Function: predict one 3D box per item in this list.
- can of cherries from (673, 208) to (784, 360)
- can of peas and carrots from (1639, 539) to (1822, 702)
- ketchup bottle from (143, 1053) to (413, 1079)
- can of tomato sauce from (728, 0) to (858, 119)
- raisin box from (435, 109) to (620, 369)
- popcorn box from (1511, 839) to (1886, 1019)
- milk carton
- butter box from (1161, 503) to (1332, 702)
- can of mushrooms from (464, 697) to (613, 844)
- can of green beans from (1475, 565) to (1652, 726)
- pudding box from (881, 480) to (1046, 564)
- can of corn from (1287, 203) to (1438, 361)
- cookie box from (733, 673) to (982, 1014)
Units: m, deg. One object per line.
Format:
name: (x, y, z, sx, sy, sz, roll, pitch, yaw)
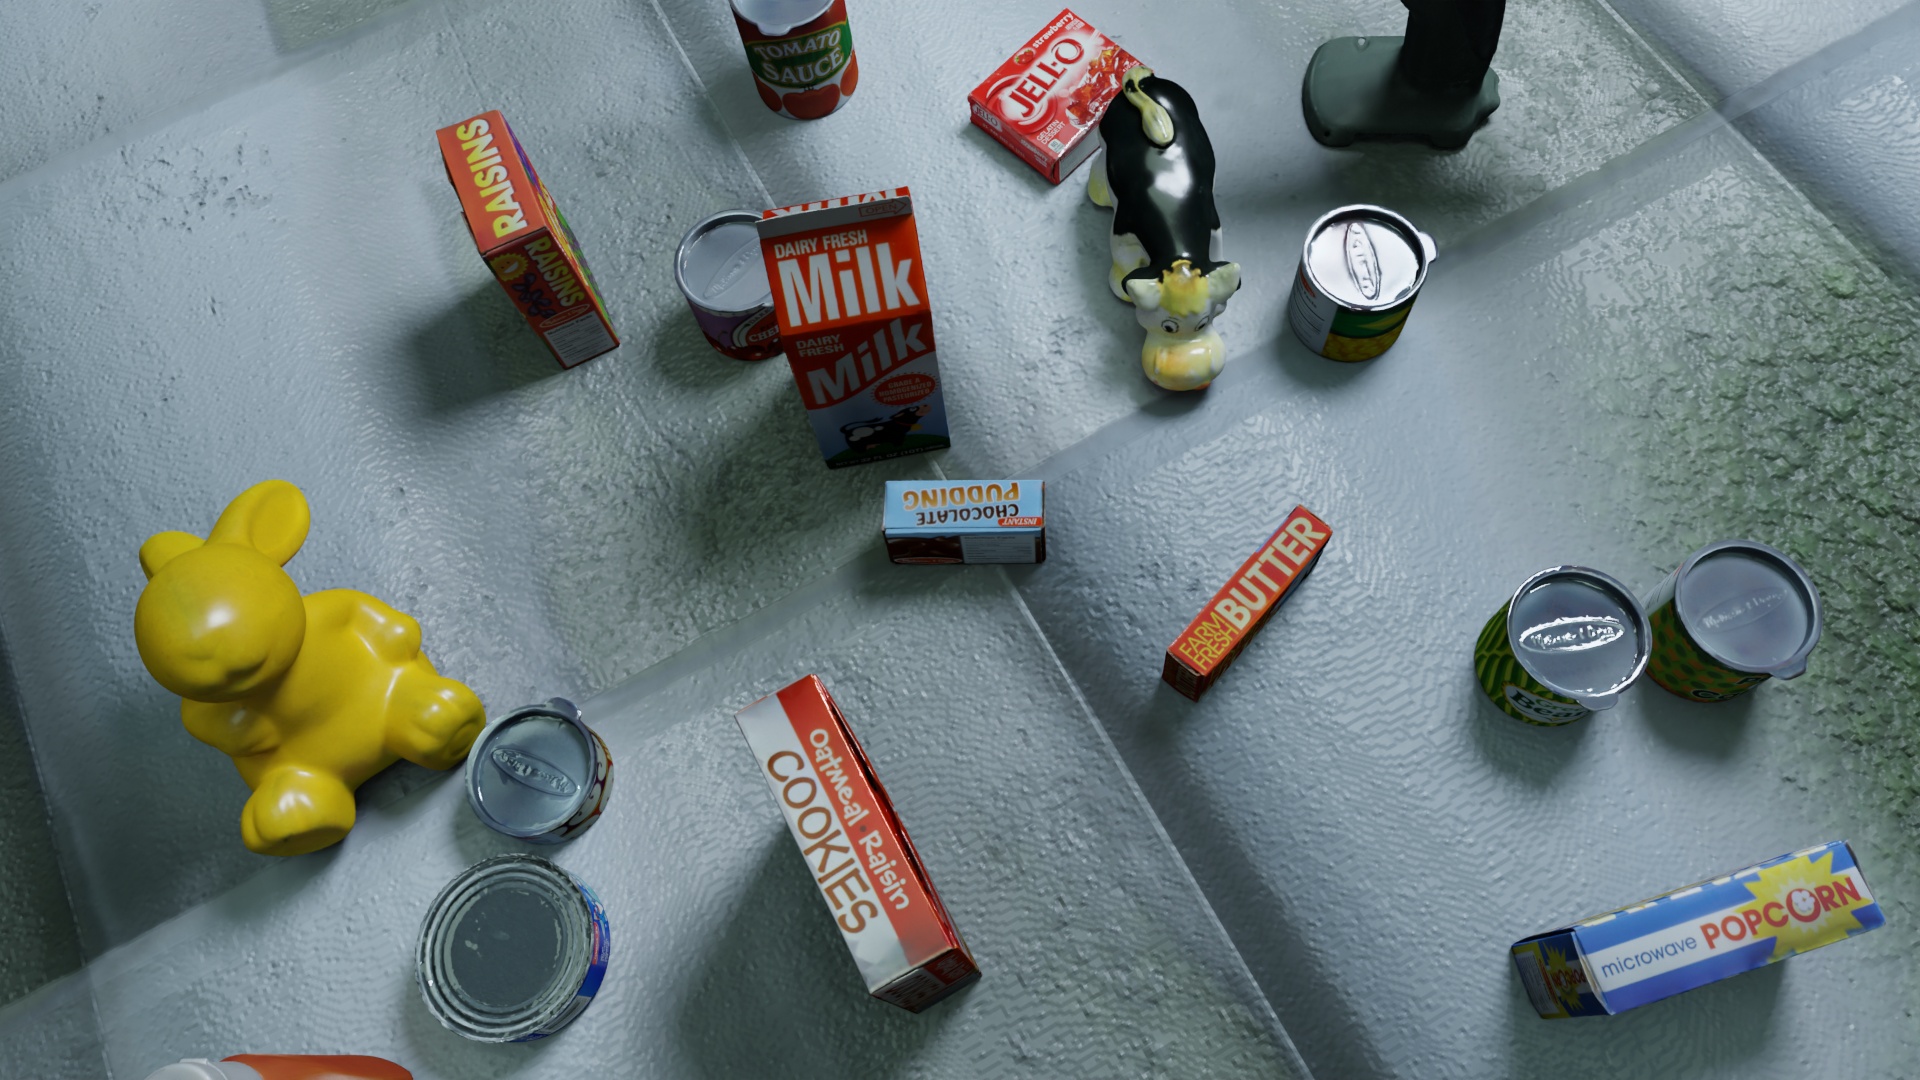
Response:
can of cherries: (-0.120, -0.141, 0.781, 0.071, 0.058, 0.072, -1, 68, 4)
can of peas and carrots: (0.371, 0.042, 0.673, 0.071, 0.058, 0.071, -1, 68, 4)
ketchup bottle: (-0.293, 0.242, 0.592, 0.065, 0.148, 0.044, -2, 69, 4)
can of tomato sauce: (-0.098, -0.302, 0.831, 0.071, 0.082, 0.071, -1, 69, 4)
raisin box: (-0.236, -0.162, 0.763, 0.040, 0.123, 0.086, -24, 69, -5)
popcorn box: (0.319, 0.173, 0.610, 0.127, 0.085, 0.038, -17, 69, -3)
milk carton: (-0.050, -0.111, 0.693, 0.072, 0.190, 0.073, -11, 68, 0)
butter box: (0.143, 0.033, 0.696, 0.024, 0.053, 0.104, 40, 76, 17)
can of mushrooms: (-0.209, 0.116, 0.698, 0.071, 0.033, 0.071, -1, 68, 4)
can of green beans: (0.291, 0.053, 0.675, 0.071, 0.057, 0.071, -1, 68, 4)
pudding box: (0.003, -0.009, 0.725, 0.084, 0.049, 0.030, -1, 69, 4)
can of corn: (0.218, -0.140, 0.757, 0.071, 0.058, 0.071, -1, 68, 4)
cookie box: (-0.039, 0.138, 0.606, 0.040, 0.167, 0.123, -28, 69, -7)
